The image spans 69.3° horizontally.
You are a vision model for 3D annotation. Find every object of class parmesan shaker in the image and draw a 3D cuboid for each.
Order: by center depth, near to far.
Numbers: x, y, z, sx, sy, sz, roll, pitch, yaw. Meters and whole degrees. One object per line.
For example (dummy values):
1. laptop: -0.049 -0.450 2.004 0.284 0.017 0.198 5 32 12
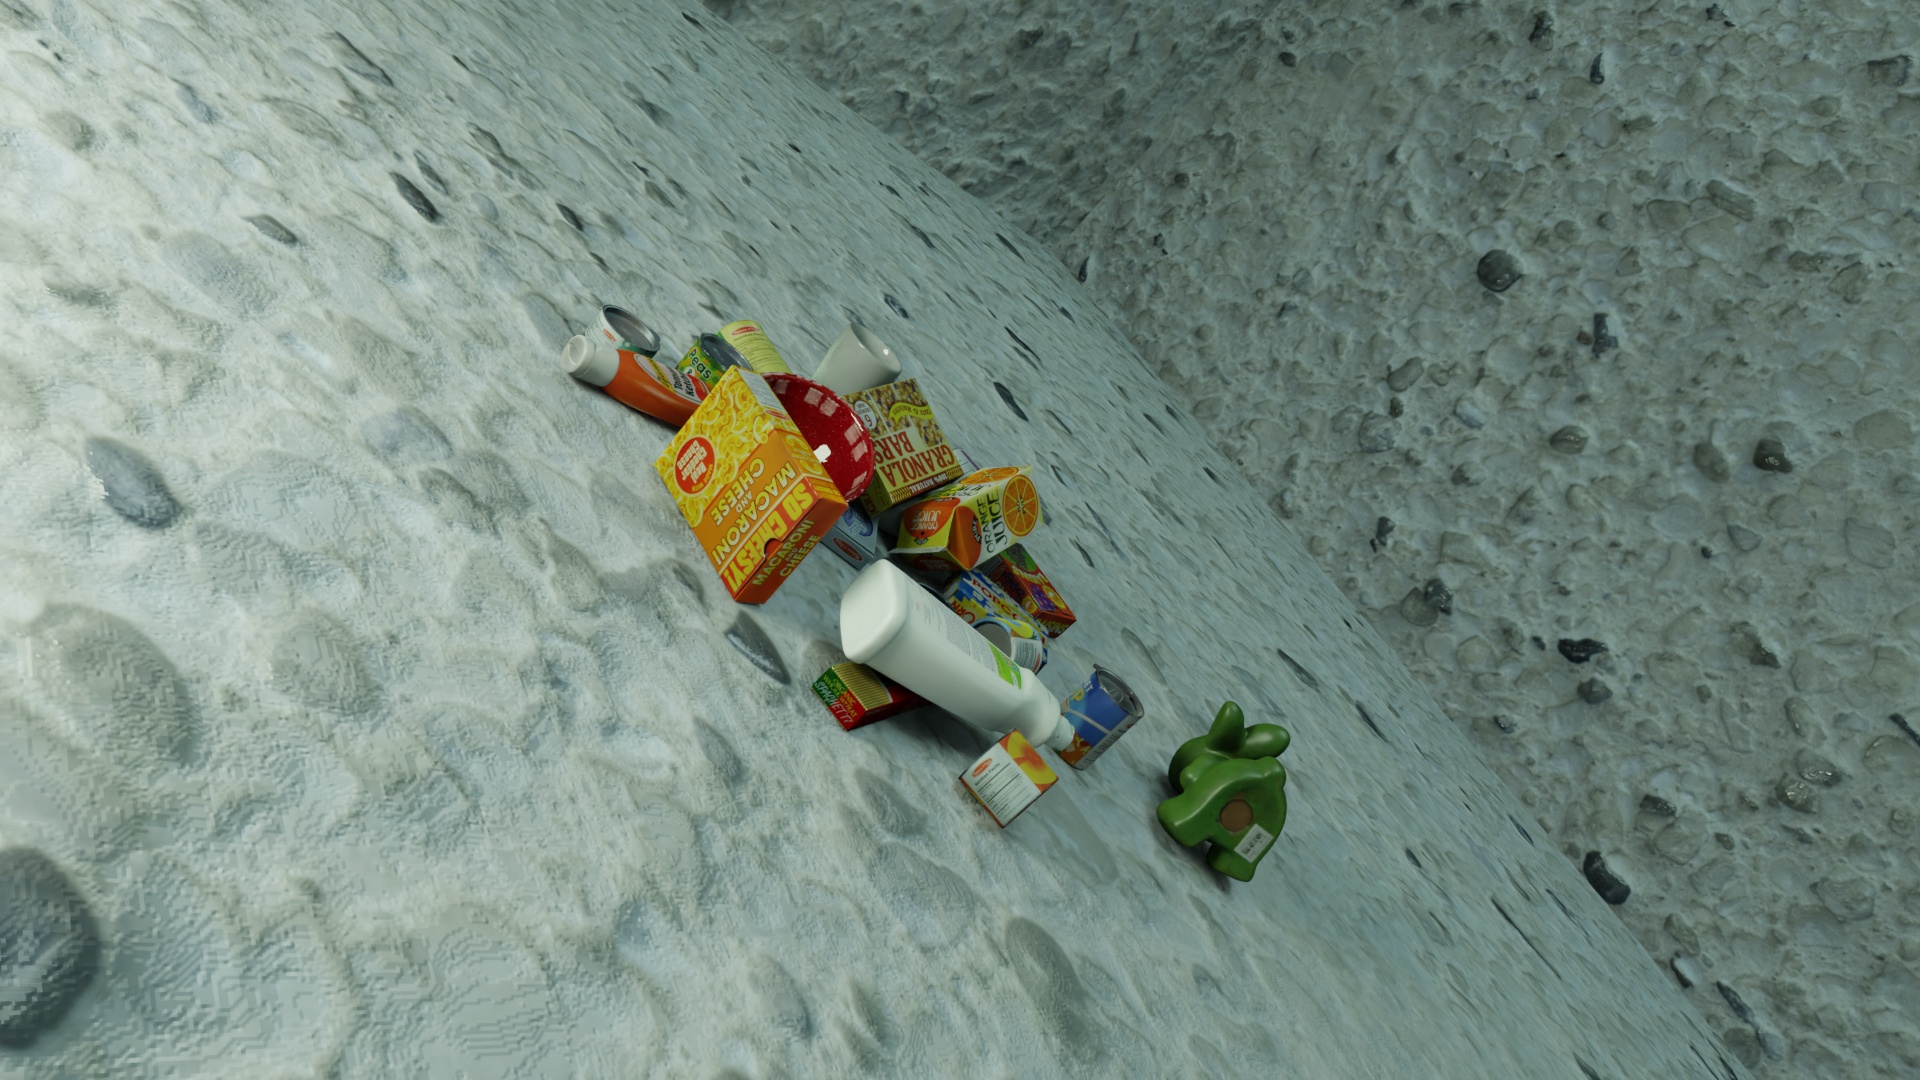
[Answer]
1. parmesan shaker: -0.220 -0.176 1.481 0.071 0.071 0.103 16 34 -55

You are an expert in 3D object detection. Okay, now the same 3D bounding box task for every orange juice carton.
1. orange juice carton: 0.005 -0.019 1.497 0.193 0.072 0.073 -30 112 -49

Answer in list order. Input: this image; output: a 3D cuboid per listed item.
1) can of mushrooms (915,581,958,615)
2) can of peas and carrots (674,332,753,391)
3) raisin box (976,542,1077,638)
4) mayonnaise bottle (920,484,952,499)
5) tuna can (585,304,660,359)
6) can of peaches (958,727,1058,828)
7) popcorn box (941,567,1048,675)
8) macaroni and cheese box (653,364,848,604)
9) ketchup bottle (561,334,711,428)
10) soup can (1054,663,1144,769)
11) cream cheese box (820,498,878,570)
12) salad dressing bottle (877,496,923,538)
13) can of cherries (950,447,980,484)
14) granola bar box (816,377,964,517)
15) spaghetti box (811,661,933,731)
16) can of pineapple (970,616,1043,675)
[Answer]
1. can of mushrooms: -0.035 0.075 1.363 0.071 0.033 0.071 39 19 -16
2. can of peas and carrots: -0.252 -0.165 1.395 0.071 0.058 0.071 38 19 -16
3. raisin box: 0.072 0.054 1.624 0.086 0.040 0.124 17 33 -56
4. mayonnaise bottle: -0.014 -0.045 1.602 0.148 0.041 0.065 19 10 -24
5. tuna can: -0.326 -0.194 1.344 0.071 0.032 0.071 38 19 -16
6. can of peaches: 0.043 0.203 1.190 0.058 0.071 0.071 48 18 12
7. popcorn box: 0.037 0.086 1.481 0.126 0.038 0.085 41 19 -10
8. macaroni and cheese box: -0.182 -0.048 1.181 0.040 0.123 0.167 13 35 -53
9. ketchup bottle: -0.297 -0.146 1.284 0.149 0.043 0.065 22 28 -48
10. soup can: 0.132 0.178 1.404 0.071 0.083 0.071 39 18 -15
11. cream cheese box: -0.112 -0.014 1.411 0.053 0.024 0.104 39 19 -16
12. salad dressing bottle: -0.042 -0.018 1.538 0.147 0.044 0.064 29 30 -41
13. can of cherries: -0.004 -0.070 1.696 0.058 0.071 0.071 49 19 15
14. granola bar box: -0.073 -0.102 1.476 0.124 0.039 0.166 62 29 1
15. spaghetti box: -0.048 0.124 1.234 0.050 0.028 0.250 50 19 15
16. can of pineapple: 0.039 0.110 1.391 0.071 0.071 0.058 53 20 27
